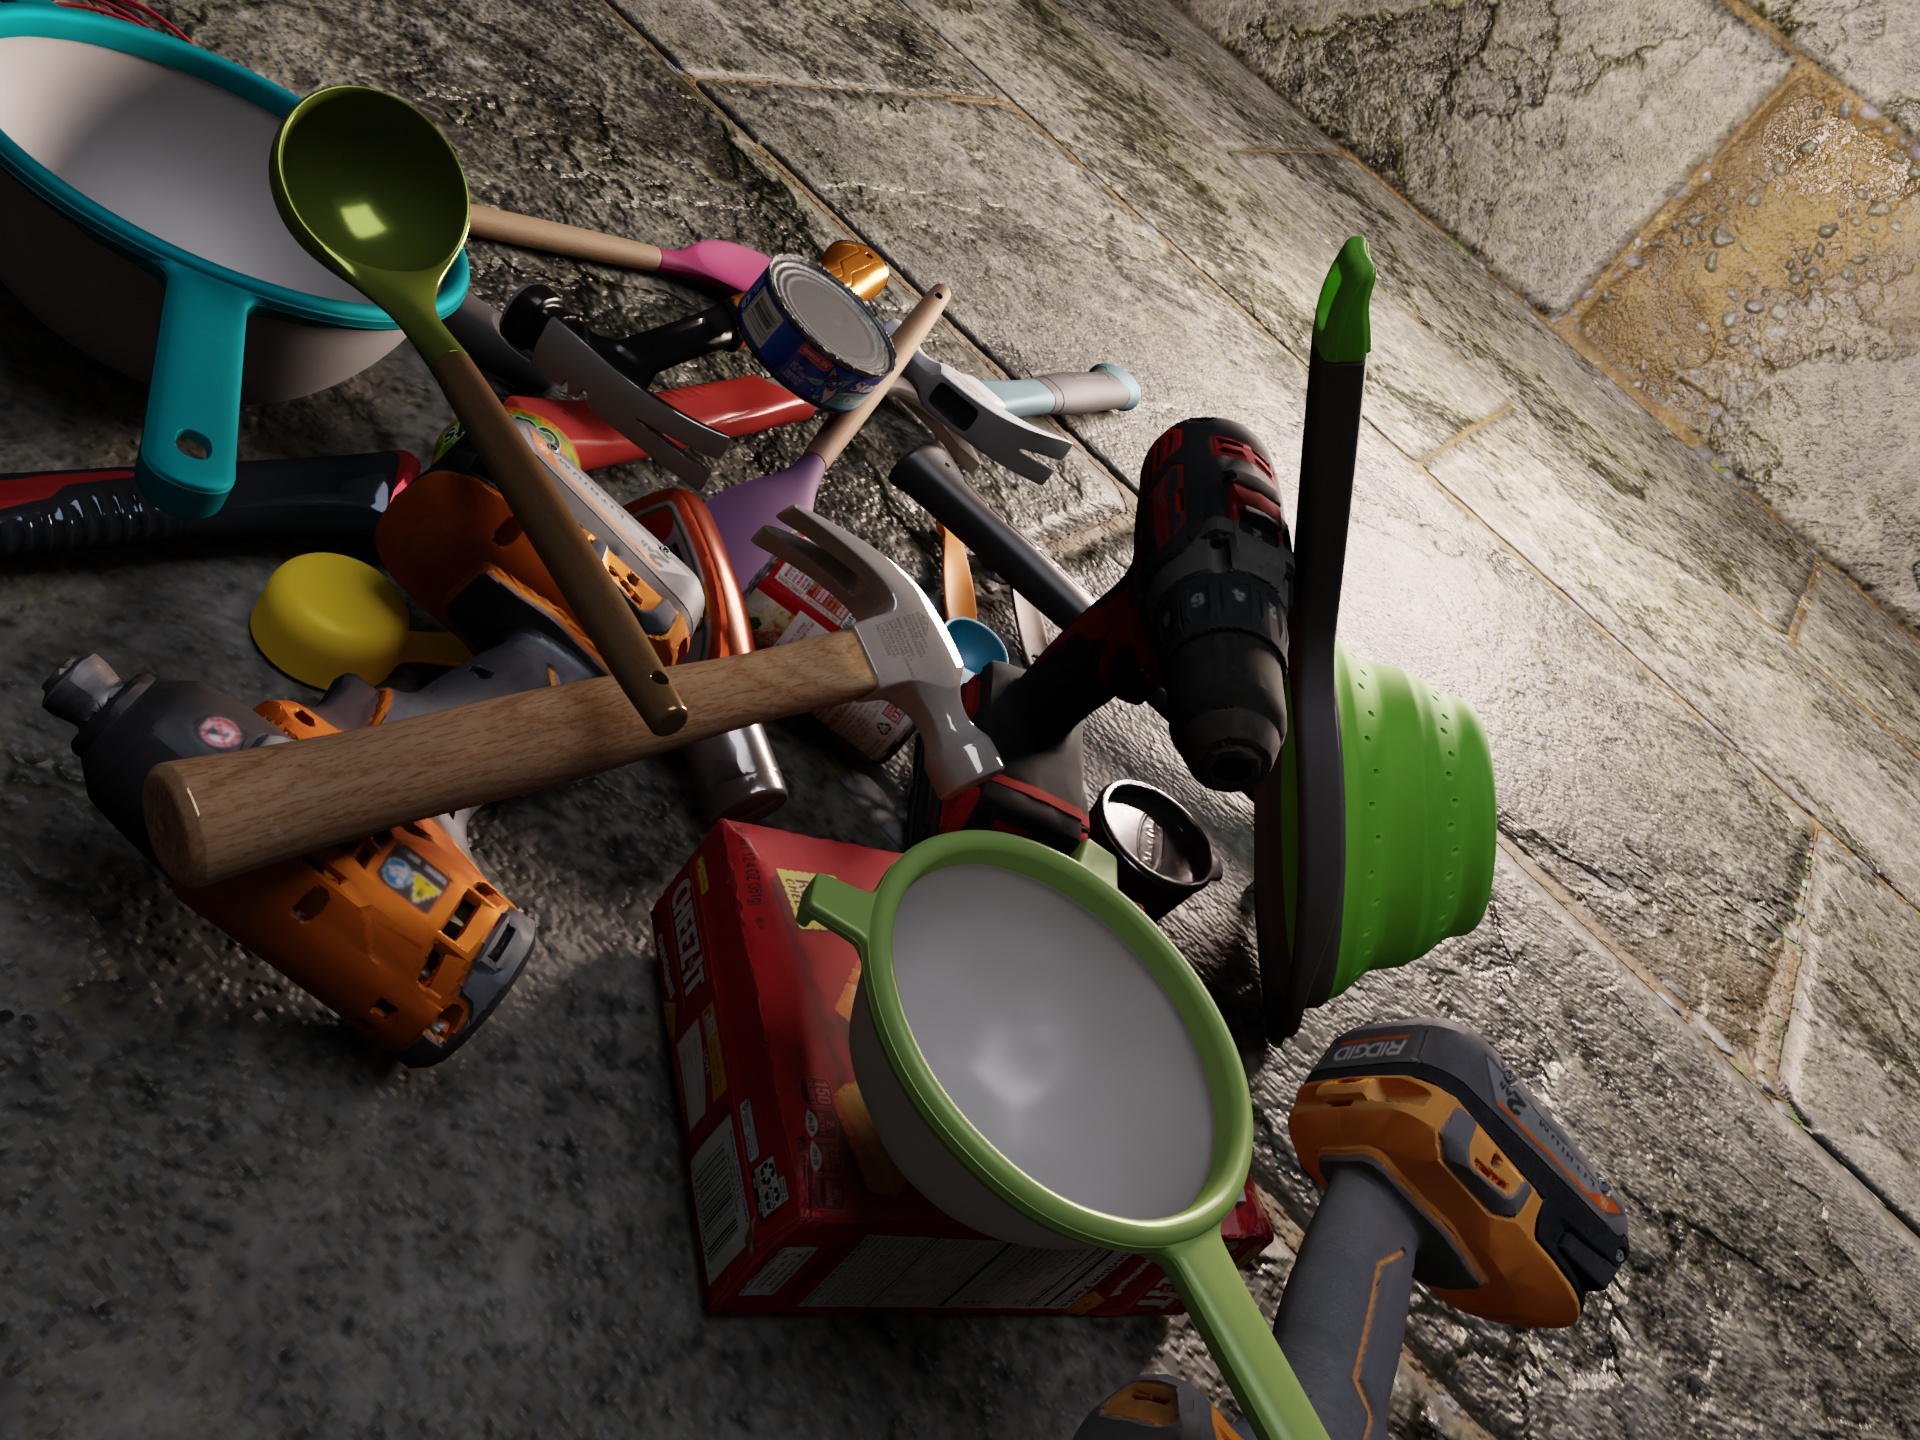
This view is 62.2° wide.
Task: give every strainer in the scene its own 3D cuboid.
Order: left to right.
[{"bbox_3d":[-0.310,-0.159,0.632,0.210,0.095,0.341,19,33,-34],"label":"strainer"},{"bbox_3d":[0.043,0.156,0.498,0.151,0.069,0.257,-2,54,-48],"label":"strainer"}]

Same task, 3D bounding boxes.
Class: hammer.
[{"bbox_3d":[-0.367,-0.079,0.548,0.143,0.038,0.386,49,34,18],"label":"hammer"},{"bbox_3d":[-0.114,-0.004,0.554,0.331,0.031,0.130,-16,78,-50],"label":"hammer"},{"bbox_3d":[-0.117,-0.172,0.901,0.149,0.036,0.359,45,33,10],"label":"hammer"},{"bbox_3d":[-0.114,-0.224,0.903,0.127,0.034,0.337,39,32,2],"label":"hammer"},{"bbox_3d":[0.057,-0.224,1.092,0.128,0.033,0.331,43,25,9],"label":"hammer"},{"bbox_3d":[0.090,-0.037,0.916,0.335,0.035,0.146,42,33,-2],"label":"hammer"}]

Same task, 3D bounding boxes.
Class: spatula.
[{"bbox_3d":[-0.071,-0.157,0.870,0.059,0.018,0.316,35,50,-7],"label":"spatula"}]

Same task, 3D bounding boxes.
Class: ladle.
[{"bbox_3d":[-0.168,-0.120,0.567,0.078,0.062,0.320,-6,49,-42],"label":"ladle"}]

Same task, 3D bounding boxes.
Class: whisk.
[{"bbox_3d":[-0.328,-0.256,0.787,0.295,0.073,0.073,35,33,-17],"label":"whisk"}]

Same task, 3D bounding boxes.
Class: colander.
[{"bbox_3d":[0.187,-0.017,0.690,0.094,0.396,0.205,0,41,5],"label":"colander"}]

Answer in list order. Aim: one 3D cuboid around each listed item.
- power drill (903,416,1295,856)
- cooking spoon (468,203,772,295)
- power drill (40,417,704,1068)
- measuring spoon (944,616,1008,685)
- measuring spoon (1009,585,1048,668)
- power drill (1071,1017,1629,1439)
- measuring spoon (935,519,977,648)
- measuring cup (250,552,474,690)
[{"bbox_3d":[0.063,-0.001,0.684,0.080,0.226,0.188,24,42,-19],"label":"power drill"},{"bbox_3d":[-0.208,-0.285,0.967,0.318,0.017,0.069,-1,49,-45],"label":"cooking spoon"},{"bbox_3d":[-0.194,-0.012,0.559,0.164,0.084,0.227,43,37,-20],"label":"power drill"},{"bbox_3d":[-0.001,-0.003,0.829,0.042,0.021,0.129,26,44,-18],"label":"measuring spoon"},{"bbox_3d":[0.033,-0.069,0.943,0.034,0.018,0.124,16,46,-31],"label":"measuring spoon"},{"bbox_3d":[0.152,0.242,0.553,0.185,0.084,0.226,48,57,-10],"label":"power drill"},{"bbox_3d":[-0.004,-0.081,0.924,0.021,0.011,0.117,20,41,-25],"label":"measuring spoon"},{"bbox_3d":[-0.208,-0.039,0.657,0.156,0.029,0.062,4,46,-40],"label":"measuring cup"}]
